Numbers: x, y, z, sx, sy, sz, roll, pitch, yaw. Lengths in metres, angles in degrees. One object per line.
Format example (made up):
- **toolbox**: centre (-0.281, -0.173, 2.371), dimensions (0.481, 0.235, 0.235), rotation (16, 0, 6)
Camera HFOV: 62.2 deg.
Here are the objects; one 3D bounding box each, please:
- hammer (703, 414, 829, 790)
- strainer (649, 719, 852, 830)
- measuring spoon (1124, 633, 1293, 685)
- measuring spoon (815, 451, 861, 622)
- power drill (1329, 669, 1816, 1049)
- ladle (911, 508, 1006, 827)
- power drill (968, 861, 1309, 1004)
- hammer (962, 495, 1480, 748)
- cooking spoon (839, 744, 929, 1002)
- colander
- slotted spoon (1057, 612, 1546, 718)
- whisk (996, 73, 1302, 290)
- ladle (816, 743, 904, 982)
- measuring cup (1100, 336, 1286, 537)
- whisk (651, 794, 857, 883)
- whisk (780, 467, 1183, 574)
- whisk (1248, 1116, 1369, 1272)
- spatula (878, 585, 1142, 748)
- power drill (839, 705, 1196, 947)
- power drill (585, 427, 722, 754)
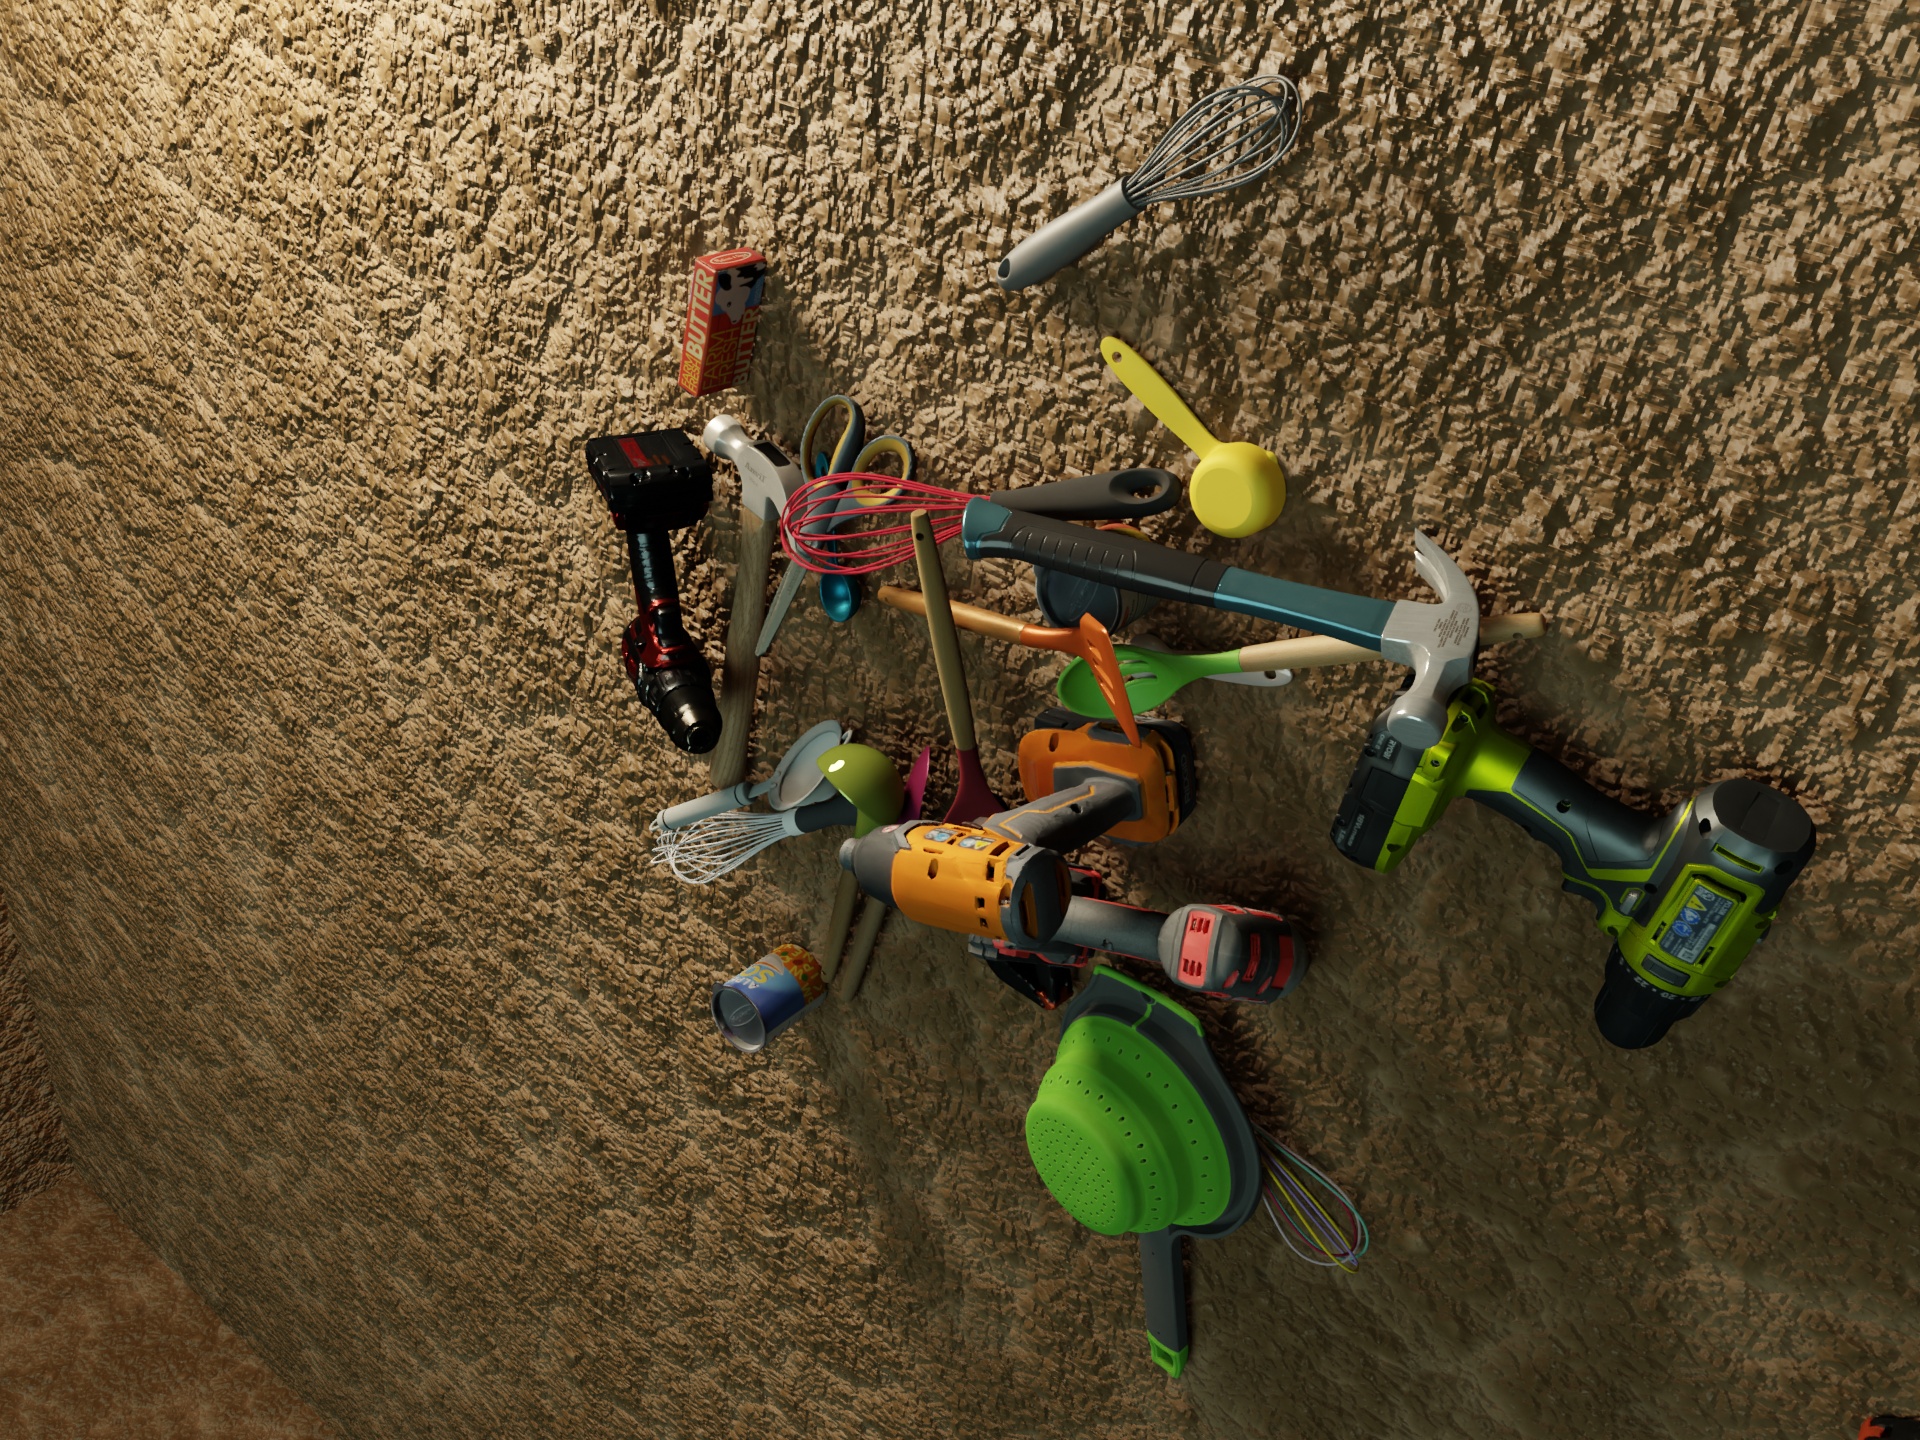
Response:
- **hammer**: centre (-0.171, -0.072, 1.282), dimensions (0.130, 0.031, 0.331), rotation (40, 135, 30)
- **strainer**: centre (-0.170, 0.058, 1.318), dimensions (0.258, 0.087, 0.050), rotation (-19, 131, 35)
- **measuring spoon**: centre (0.158, -0.034, 1.040), dimensions (0.124, 0.018, 0.034), rotation (9, 117, 37)
- **measuring spoon**: centre (-0.092, -0.139, 1.202), dimensions (0.042, 0.021, 0.128), rotation (11, 110, 51)
- **power drill**: centre (0.336, 0.080, 0.908), dimensions (0.229, 0.080, 0.190), rotation (30, 137, 21)
- **ladle**: centre (-0.002, -0.004, 1.113), dimensions (0.069, 0.031, 0.315), rotation (0, 123, 17)
- **power drill**: centre (0.126, 0.145, 1.086), dimensions (0.220, 0.143, 0.078), rotation (7, 84, 40)
- **hammer**: centre (0.142, -0.081, 0.940), dimensions (0.331, 0.128, 0.033), rotation (18, 150, 27)
- **cooking spoon**: centre (-0.063, 0.137, 1.296), dimensions (0.017, 0.069, 0.318), rotation (11, 135, -8)
- **colander**: centre (0.124, 0.379, 1.210), dimensions (0.205, 0.094, 0.396), rotation (25, 132, 45)
- **slotted spoon**: centre (0.200, -0.039, 0.981), dimensions (0.314, 0.031, 0.070), rotation (-7, 141, 35)
- **whisk**: centre (0.102, -0.305, 0.931), dimensions (0.239, 0.055, 0.055), rotation (-18, 99, 48)
- **ladle**: centre (-0.097, 0.130, 1.288), dimensions (0.078, 0.062, 0.320), rotation (45, 144, 23)
- **measuring cup**: centre (0.135, -0.176, 0.977), dimensions (0.156, 0.029, 0.062), rotation (48, 134, 6)
- **whisk**: centre (-0.160, 0.091, 1.352), dimensions (0.284, 0.070, 0.070), rotation (-15, 102, 38)
- **whisk**: centre (0.007, -0.139, 1.063), dimensions (0.296, 0.073, 0.073), rotation (-3, 111, 26)
- **whisk**: centre (0.207, 0.299, 1.157), dimensions (0.245, 0.047, 0.051), rotation (50, 135, 13)
- **spatula**: centre (0.024, -0.057, 1.060), dimensions (0.323, 0.041, 0.081), rotation (21, 136, 54)
- **power drill**: centre (0.037, 0.066, 1.047), dimensions (0.164, 0.226, 0.084), rotation (8, 117, 37)
- **power drill**: centre (-0.231, -0.098, 1.249), dimensions (0.188, 0.080, 0.226), rotation (-129, 33, -55)
